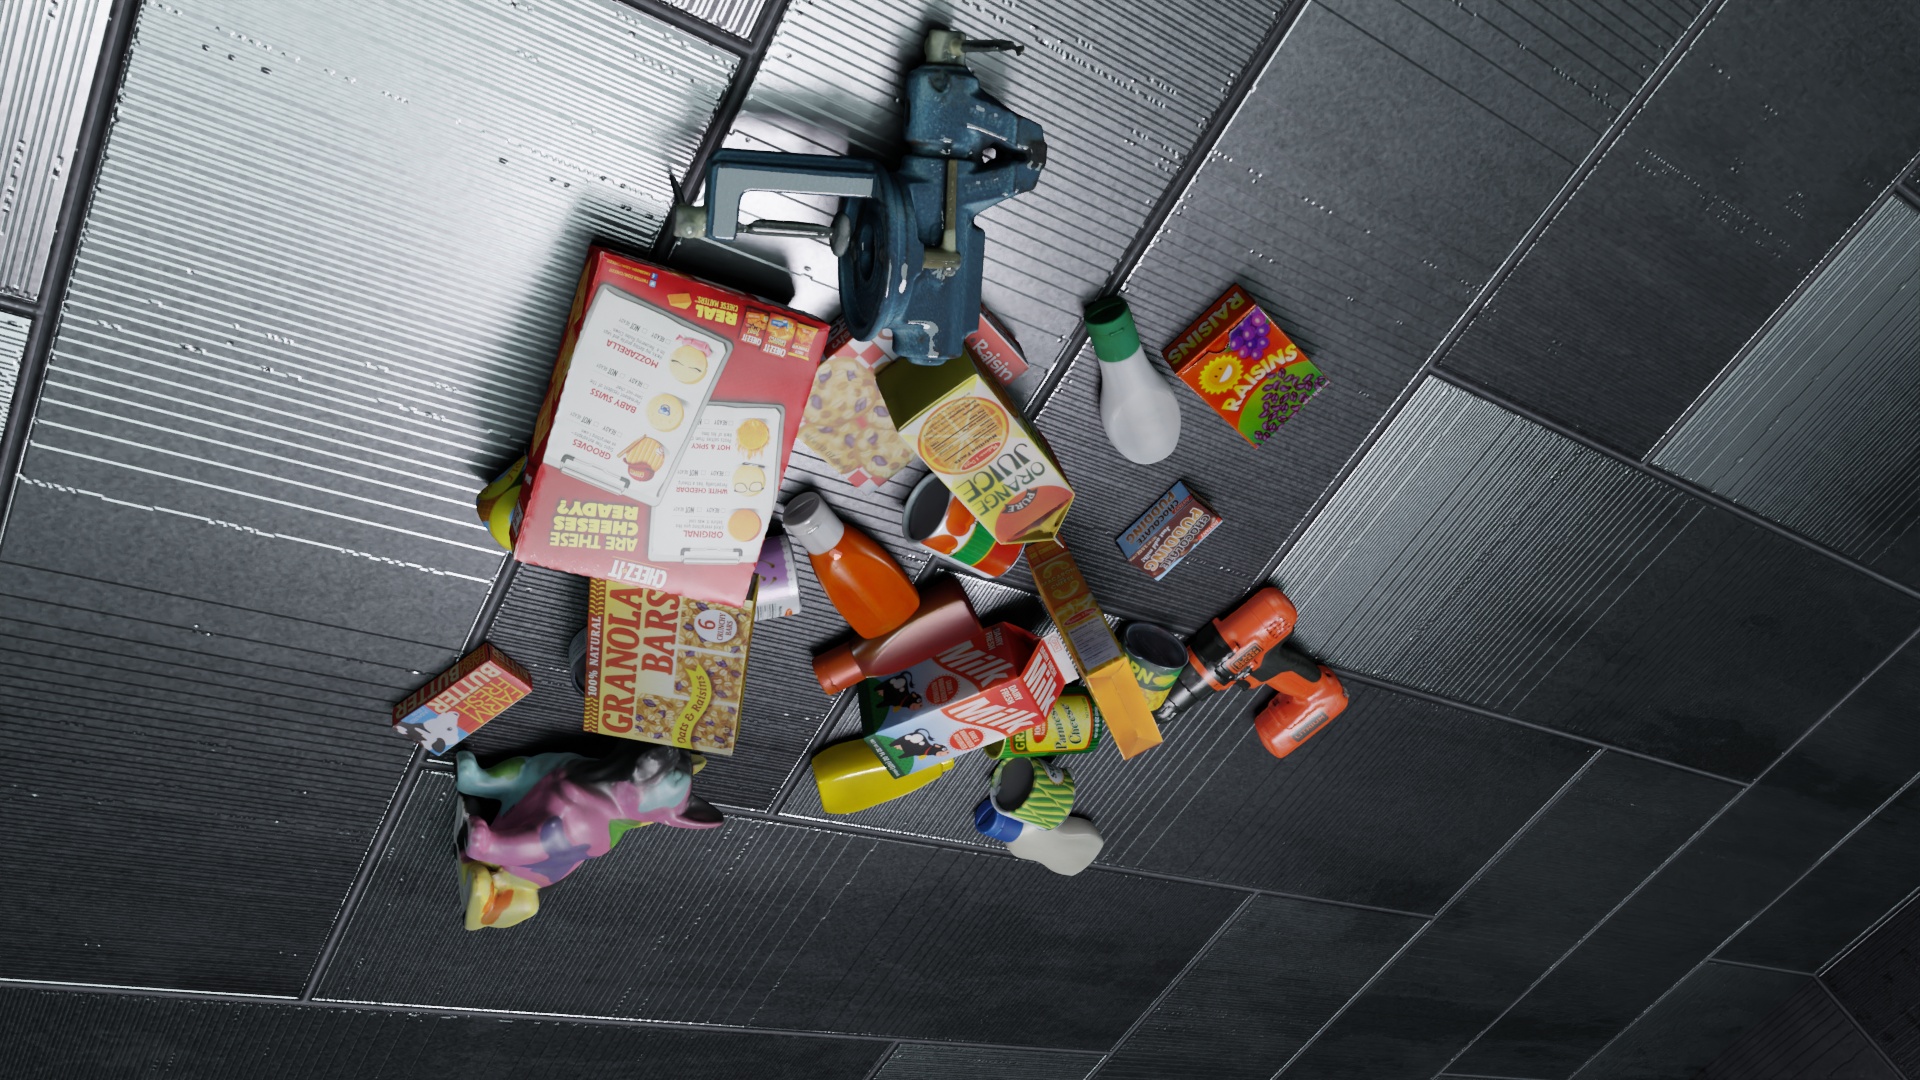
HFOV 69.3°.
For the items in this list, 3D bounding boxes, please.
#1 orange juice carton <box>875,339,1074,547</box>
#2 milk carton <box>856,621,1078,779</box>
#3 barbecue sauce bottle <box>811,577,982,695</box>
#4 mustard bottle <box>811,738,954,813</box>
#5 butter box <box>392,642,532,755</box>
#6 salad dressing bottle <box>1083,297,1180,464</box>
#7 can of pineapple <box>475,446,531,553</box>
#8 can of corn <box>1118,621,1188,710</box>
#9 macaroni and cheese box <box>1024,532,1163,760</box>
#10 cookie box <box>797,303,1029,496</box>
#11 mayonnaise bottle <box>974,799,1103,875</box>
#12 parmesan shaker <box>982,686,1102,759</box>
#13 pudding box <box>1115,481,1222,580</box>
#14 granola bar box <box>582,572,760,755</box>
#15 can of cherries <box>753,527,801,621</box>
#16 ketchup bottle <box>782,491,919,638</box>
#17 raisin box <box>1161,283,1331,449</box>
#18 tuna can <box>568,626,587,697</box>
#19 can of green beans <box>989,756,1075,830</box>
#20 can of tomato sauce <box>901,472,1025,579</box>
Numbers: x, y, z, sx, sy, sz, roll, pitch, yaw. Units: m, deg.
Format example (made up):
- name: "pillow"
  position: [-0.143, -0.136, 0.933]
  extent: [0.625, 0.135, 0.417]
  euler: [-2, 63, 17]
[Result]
- name: "orange juice carton"
  position: [0.023, -0.067, 1.054]
  extent: [0.073, 0.072, 0.192]
  euler: [-35, 133, 10]
- name: "milk carton"
  position: [0.008, 0.137, 1.253]
  extent: [0.190, 0.074, 0.072]
  euler: [-21, 133, 8]
- name: "barbecue sauce bottle"
  position: [-0.057, 0.089, 1.224]
  extent: [0.148, 0.044, 0.064]
  euler: [-26, 139, 2]
- name: "mustard bottle"
  position: [-0.059, 0.212, 1.321]
  extent: [0.160, 0.049, 0.065]
  euler: [-14, 131, -11]
- name: "butter box"
  position: [-0.407, 0.130, 1.135]
  extent: [0.103, 0.024, 0.053]
  euler: [-34, 132, 8]
- name: "salad dressing bottle"
  position: [0.137, -0.128, 1.123]
  extent: [0.064, 0.044, 0.147]
  euler: [-24, 131, 2]
- name: "can of pineapple"
  position: [-0.311, -0.028, 1.016]
  extent: [0.058, 0.071, 0.071]
  euler: [-37, 131, 11]
- name: "can of corn"
  position: [0.173, 0.121, 1.323]
  extent: [0.071, 0.071, 0.058]
  euler: [7, 125, -26]
- name: "macaroni and cheese box"
  position: [0.113, 0.090, 1.208]
  extent: [0.040, 0.167, 0.123]
  euler: [-26, 132, 1]
- name: "cookie box"
  position: [-0.049, -0.126, 1.055]
  extent: [0.167, 0.040, 0.122]
  euler: [-38, 131, 12]
- name: "mayonnaise bottle"
  position: [0.080, 0.308, 1.460]
  extent: [0.148, 0.041, 0.064]
  euler: [27, 113, -34]
- name: "parmesan shaker"
  position: [0.077, 0.171, 1.330]
  extent: [0.103, 0.071, 0.071]
  euler: [0, 127, -22]
- name: "pudding box"
  position: [0.187, -0.008, 1.249]
  extent: [0.083, 0.030, 0.049]
  euler: [-44, 130, 16]
- name: "granola bar box"
  position: [-0.229, 0.088, 1.091]
  extent: [0.124, 0.039, 0.164]
  euler: [10, 125, -5]
- name: "can of cherries"
  position: [-0.164, 0.029, 1.122]
  extent: [0.058, 0.072, 0.071]
  euler: [-10, 130, -12]
- name: "ketchup bottle"
  position: [-0.094, 0.019, 1.153]
  extent: [0.065, 0.044, 0.148]
  euler: [-33, 132, 4]
- name: "raisin box"
  position: [0.238, -0.142, 1.153]
  extent: [0.086, 0.040, 0.123]
  euler: [-42, 129, 16]
- name: "tuna can"
  position: [-0.288, 0.100, 1.151]
  extent: [0.071, 0.033, 0.070]
  euler: [-11, 131, -13]
- name: "can of green beans"
  position: [0.072, 0.251, 1.391]
  extent: [0.058, 0.071, 0.071]
  euler: [30, 113, -36]
- name: "can of tomato sauce"
  position: [0.004, -0.014, 1.149]
  extent: [0.083, 0.071, 0.071]
  euler: [25, 116, -34]
